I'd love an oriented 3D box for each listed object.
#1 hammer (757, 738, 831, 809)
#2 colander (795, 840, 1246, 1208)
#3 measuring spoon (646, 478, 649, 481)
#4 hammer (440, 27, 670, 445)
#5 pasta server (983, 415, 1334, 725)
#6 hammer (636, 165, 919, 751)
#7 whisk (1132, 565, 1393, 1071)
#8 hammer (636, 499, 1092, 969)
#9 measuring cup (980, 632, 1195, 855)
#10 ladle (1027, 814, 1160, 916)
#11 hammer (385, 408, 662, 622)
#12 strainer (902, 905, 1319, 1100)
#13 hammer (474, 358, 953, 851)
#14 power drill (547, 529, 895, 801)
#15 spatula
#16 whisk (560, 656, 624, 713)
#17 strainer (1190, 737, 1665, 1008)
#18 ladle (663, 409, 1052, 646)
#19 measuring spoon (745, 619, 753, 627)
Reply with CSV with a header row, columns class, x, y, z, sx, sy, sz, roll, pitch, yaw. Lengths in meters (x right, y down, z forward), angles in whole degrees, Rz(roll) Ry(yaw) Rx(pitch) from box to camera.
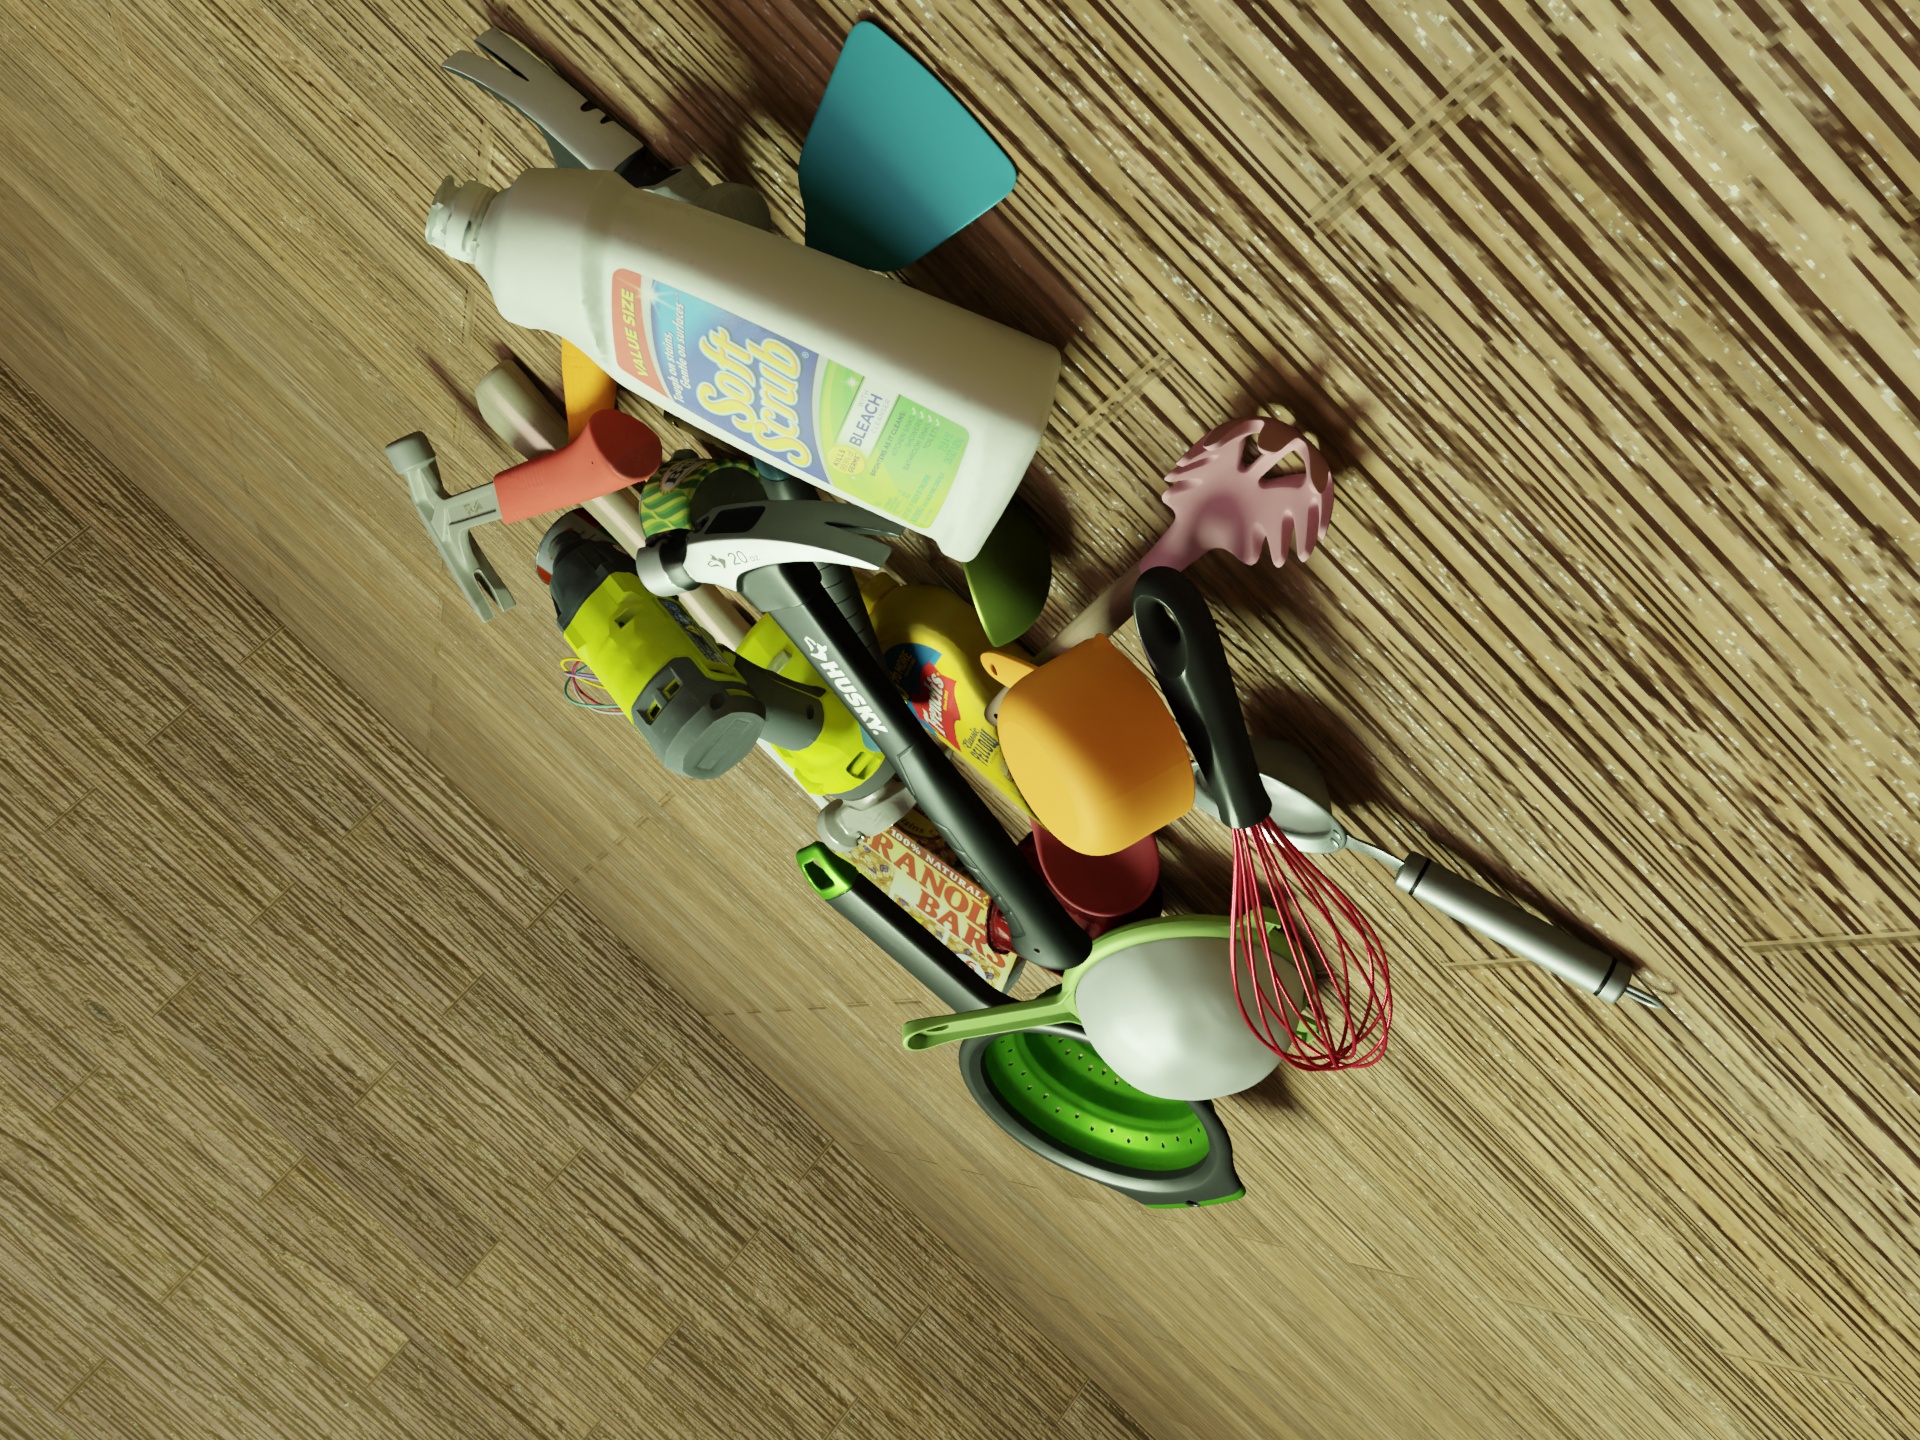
class,x,y,z,sx,sy,sz,roll,pitch,yaw
hammer,-0.109,0.071,1.303,0.405,0.035,0.144,46,158,-10
colander,0.051,0.190,1.116,0.397,0.094,0.204,43,142,-16
measuring spoon,-0.165,-0.145,1.023,0.117,0.011,0.021,27,155,27
hammer,-0.218,-0.236,0.902,0.127,0.034,0.336,40,159,3
pasta server,0.070,-0.050,0.702,0.060,0.040,0.316,37,152,-6
hammer,-0.084,-0.113,0.790,0.128,0.033,0.330,31,149,47
whisk,0.133,0.054,0.704,0.073,0.073,0.295,16,141,49
hammer,-0.018,0.019,0.825,0.146,0.035,0.334,-7,132,38
measuring cup,0.035,0.004,0.719,0.174,0.052,0.095,29,145,57
ladle,-0.002,-0.003,0.962,0.315,0.069,0.031,44,-174,9
hammer,-0.287,-0.145,1.065,0.359,0.037,0.149,0,121,54
strainer,0.085,0.190,0.946,0.256,0.069,0.151,-12,139,14
hammer,-0.175,-0.087,1.089,0.410,0.038,0.146,48,140,-4
power drill,-0.134,-0.031,0.929,0.171,0.080,0.223,48,-166,27
spatula,-0.062,-0.195,0.727,0.082,0.044,0.317,43,164,-7
whisk,-0.199,-0.019,1.193,0.245,0.051,0.047,10,129,22
strainer,0.203,0.065,0.739,0.258,0.050,0.086,29,164,16
ladle,-0.072,-0.120,0.843,0.320,0.062,0.078,27,152,40
measuring spoon,-0.198,-0.063,1.180,0.129,0.021,0.042,1,135,35
